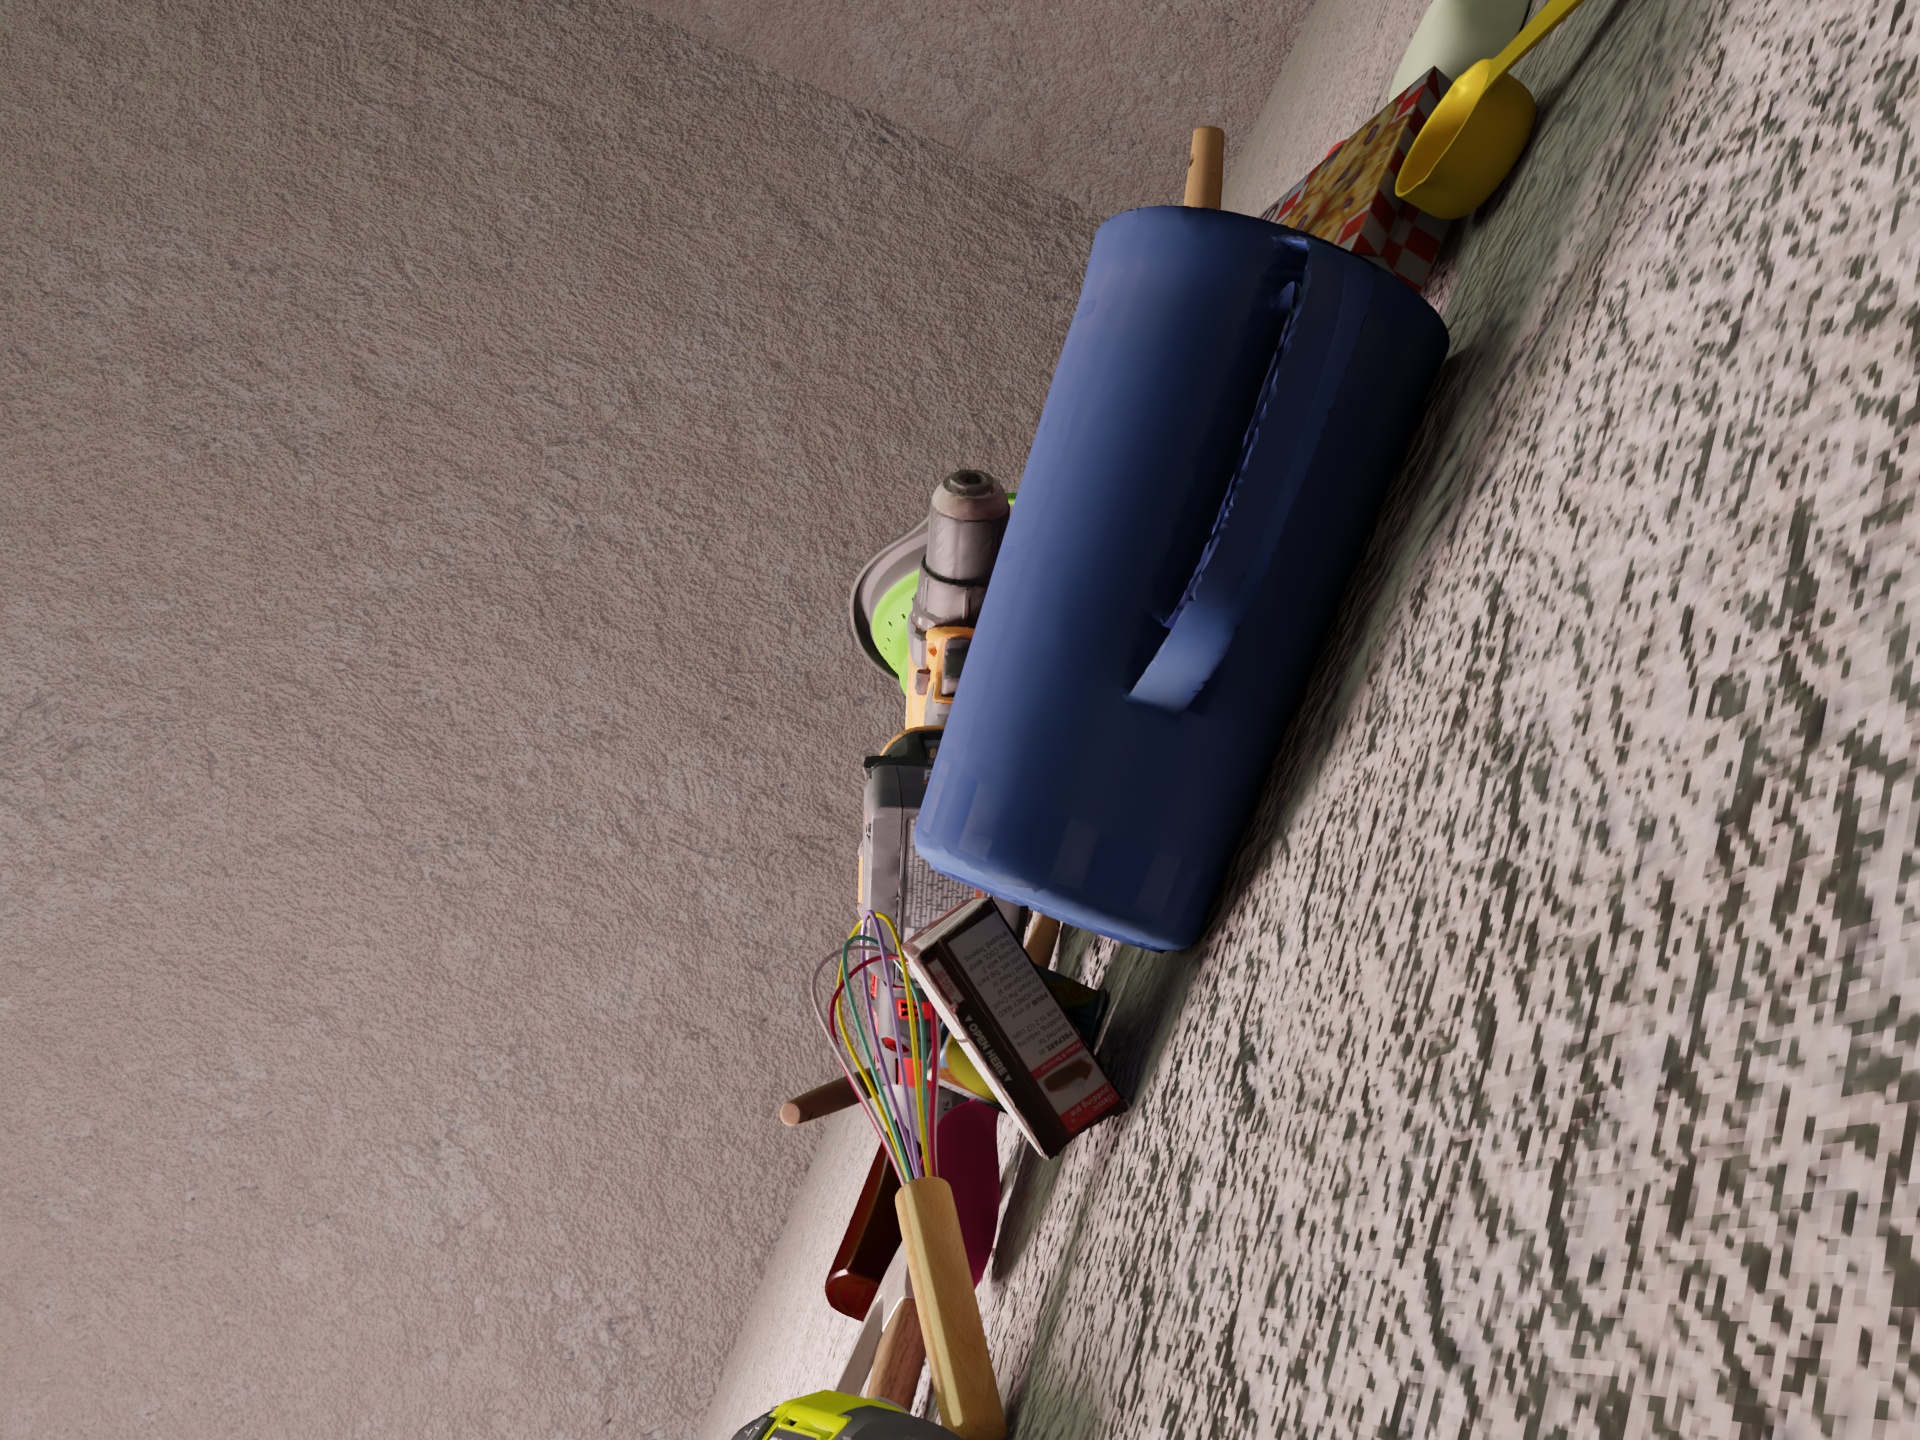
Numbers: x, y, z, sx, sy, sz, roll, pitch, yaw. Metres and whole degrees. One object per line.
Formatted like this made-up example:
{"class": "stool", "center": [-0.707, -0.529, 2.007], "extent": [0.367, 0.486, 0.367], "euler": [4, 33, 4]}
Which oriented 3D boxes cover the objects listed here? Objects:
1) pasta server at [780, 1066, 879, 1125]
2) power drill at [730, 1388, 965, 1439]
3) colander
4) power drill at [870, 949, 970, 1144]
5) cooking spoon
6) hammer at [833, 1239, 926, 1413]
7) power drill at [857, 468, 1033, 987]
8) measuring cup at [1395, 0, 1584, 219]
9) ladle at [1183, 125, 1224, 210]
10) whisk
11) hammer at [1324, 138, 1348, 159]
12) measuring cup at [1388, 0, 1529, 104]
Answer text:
{"class": "pasta server", "center": [-0.051, 0.221, 1.000], "extent": [0.316, 0.040, 0.060], "euler": [15, -90, -72]}
{"class": "power drill", "center": [-0.083, 0.322, 0.499], "extent": [0.229, 0.080, 0.190], "euler": [-57, 7, -27]}
{"class": "colander", "center": [0.026, 0.006, 1.064], "extent": [0.396, 0.204, 0.095], "euler": [97, 174, -59]}
{"class": "power drill", "center": [-0.015, 0.124, 0.890], "extent": [0.220, 0.078, 0.143], "euler": [-90, -2, -59]}
{"class": "cooking spoon", "center": [0.018, 0.170, 0.777], "extent": [0.319, 0.017, 0.068], "euler": [-57, -51, -67]}
{"class": "hammer", "center": [-0.044, 0.328, 0.634], "extent": [0.331, 0.031, 0.130], "euler": [-69, 3, -62]}
{"class": "power drill", "center": [-0.001, -0.003, 0.788], "extent": [0.226, 0.084, 0.185], "euler": [-86, 0, -57]}
{"class": "measuring cup", "center": [0.213, -0.236, 0.565], "extent": [0.156, 0.029, 0.062], "euler": [-42, 21, 58]}
{"class": "ladle", "center": [0.079, -0.092, 0.677], "extent": [0.078, 0.062, 0.320], "euler": [-166, 81, -77]}
{"class": "whisk", "center": [-0.019, 0.167, 0.615], "extent": [0.047, 0.051, 0.245], "euler": [-31, 38, 10]}
{"class": "hammer", "center": [0.175, -0.188, 0.810], "extent": [0.143, 0.038, 0.387], "euler": [117, 176, -57]}
{"class": "measuring cup", "center": [0.224, -0.303, 0.786], "extent": [0.167, 0.038, 0.083], "euler": [132, 161, -80]}
